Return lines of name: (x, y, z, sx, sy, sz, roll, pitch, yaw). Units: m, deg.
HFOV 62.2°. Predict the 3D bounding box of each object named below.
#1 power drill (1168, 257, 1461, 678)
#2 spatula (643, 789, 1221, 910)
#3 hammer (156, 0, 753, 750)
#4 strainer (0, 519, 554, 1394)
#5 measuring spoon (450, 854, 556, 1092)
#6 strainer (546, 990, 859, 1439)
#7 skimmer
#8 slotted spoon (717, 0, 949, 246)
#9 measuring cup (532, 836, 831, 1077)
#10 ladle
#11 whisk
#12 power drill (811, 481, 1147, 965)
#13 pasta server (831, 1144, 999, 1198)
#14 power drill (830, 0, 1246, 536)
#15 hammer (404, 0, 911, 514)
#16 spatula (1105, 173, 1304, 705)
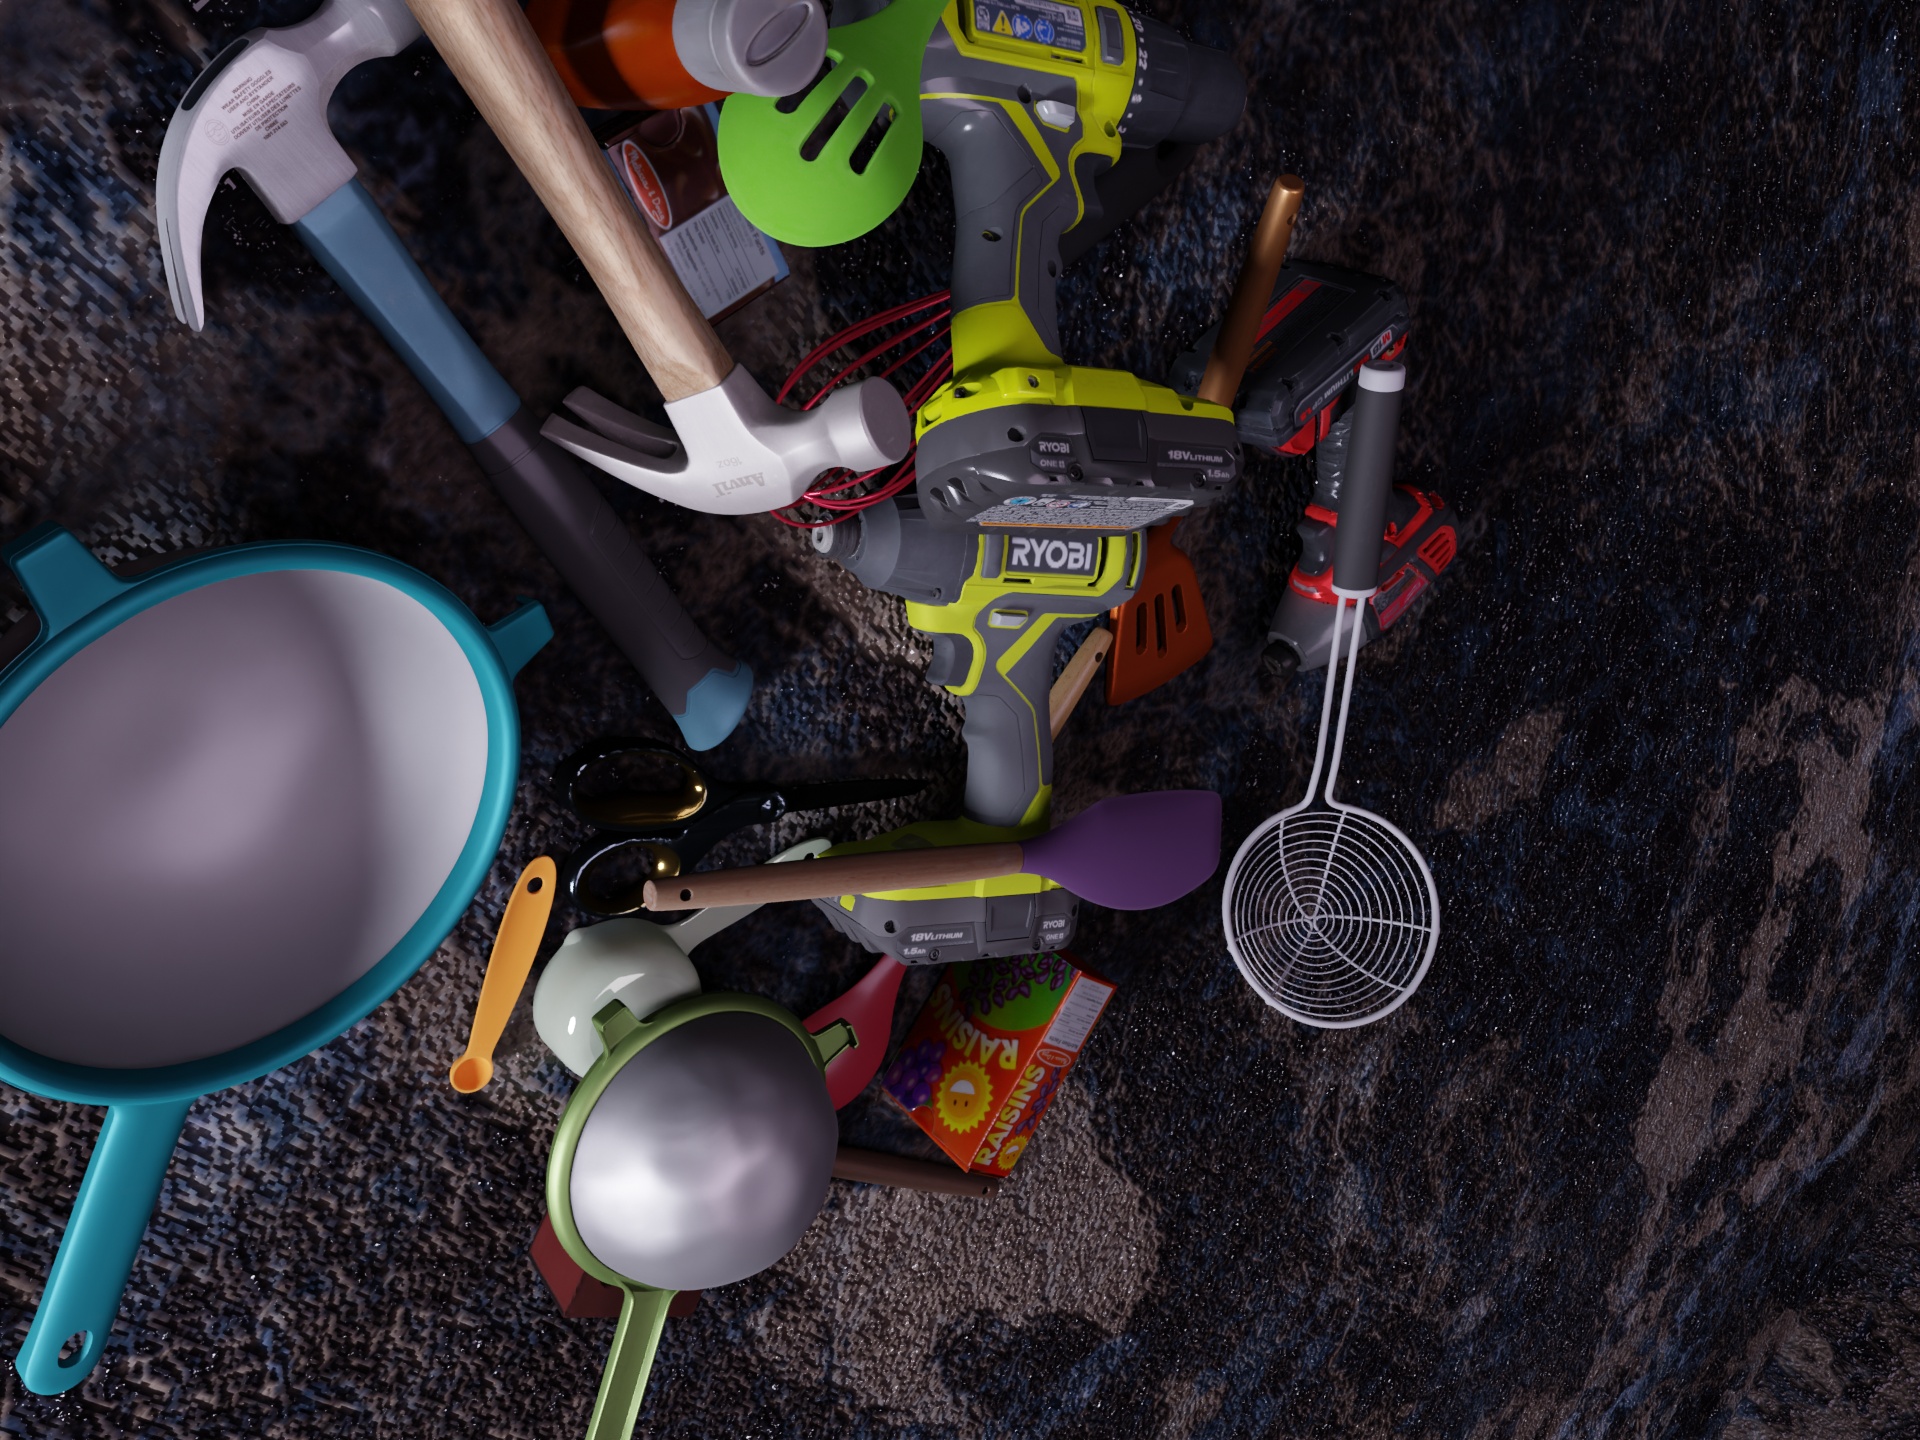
power drill: (0.200, -0.128, 0.881, 0.143, 0.079, 0.219, -43, 134, -13)
spatula: (0.004, 0.067, 0.731, 0.315, 0.018, 0.060, -2, 97, -34)
hammer: (-0.174, -0.108, 0.622, 0.128, 0.033, 0.330, -44, 131, -14)
strainer: (-0.295, 0.078, 0.573, 0.211, 0.095, 0.340, 6, 112, -56)
measuring spoon: (-0.208, 0.114, 0.722, 0.021, 0.011, 0.117, 15, 98, -40)
strainer: (-0.125, 0.258, 0.741, 0.151, 0.069, 0.256, 16, 92, -43)
skimmer: (0.213, -0.004, 0.851, 0.127, 0.090, 0.363, -3, 120, -5)
slotted spoon: (0.002, -0.300, 0.603, 0.070, 0.031, 0.314, 34, 64, -14)
measuring cup: (-0.123, 0.111, 0.764, 0.167, 0.038, 0.083, -34, 128, -18)
ladle: (-0.006, 0.084, 0.854, 0.069, 0.031, 0.315, 36, 86, -42)
whisk: (0.016, -0.191, 0.718, 0.296, 0.073, 0.073, -46, 132, -19)
power drill: (-0.001, -0.002, 0.771, 0.171, 0.080, 0.223, 0, 102, -33)
pasta server: (-0.079, 0.241, 0.865, 0.316, 0.040, 0.060, 26, 91, -44)
power drill: (0.050, -0.197, 0.664, 0.190, 0.080, 0.228, -2, 83, -30)
hammer: (-0.147, -0.206, 0.516, 0.331, 0.130, 0.031, 58, 38, -29)
spatula: (0.123, -0.127, 0.791, 0.081, 0.041, 0.322, -28, 153, -25)
